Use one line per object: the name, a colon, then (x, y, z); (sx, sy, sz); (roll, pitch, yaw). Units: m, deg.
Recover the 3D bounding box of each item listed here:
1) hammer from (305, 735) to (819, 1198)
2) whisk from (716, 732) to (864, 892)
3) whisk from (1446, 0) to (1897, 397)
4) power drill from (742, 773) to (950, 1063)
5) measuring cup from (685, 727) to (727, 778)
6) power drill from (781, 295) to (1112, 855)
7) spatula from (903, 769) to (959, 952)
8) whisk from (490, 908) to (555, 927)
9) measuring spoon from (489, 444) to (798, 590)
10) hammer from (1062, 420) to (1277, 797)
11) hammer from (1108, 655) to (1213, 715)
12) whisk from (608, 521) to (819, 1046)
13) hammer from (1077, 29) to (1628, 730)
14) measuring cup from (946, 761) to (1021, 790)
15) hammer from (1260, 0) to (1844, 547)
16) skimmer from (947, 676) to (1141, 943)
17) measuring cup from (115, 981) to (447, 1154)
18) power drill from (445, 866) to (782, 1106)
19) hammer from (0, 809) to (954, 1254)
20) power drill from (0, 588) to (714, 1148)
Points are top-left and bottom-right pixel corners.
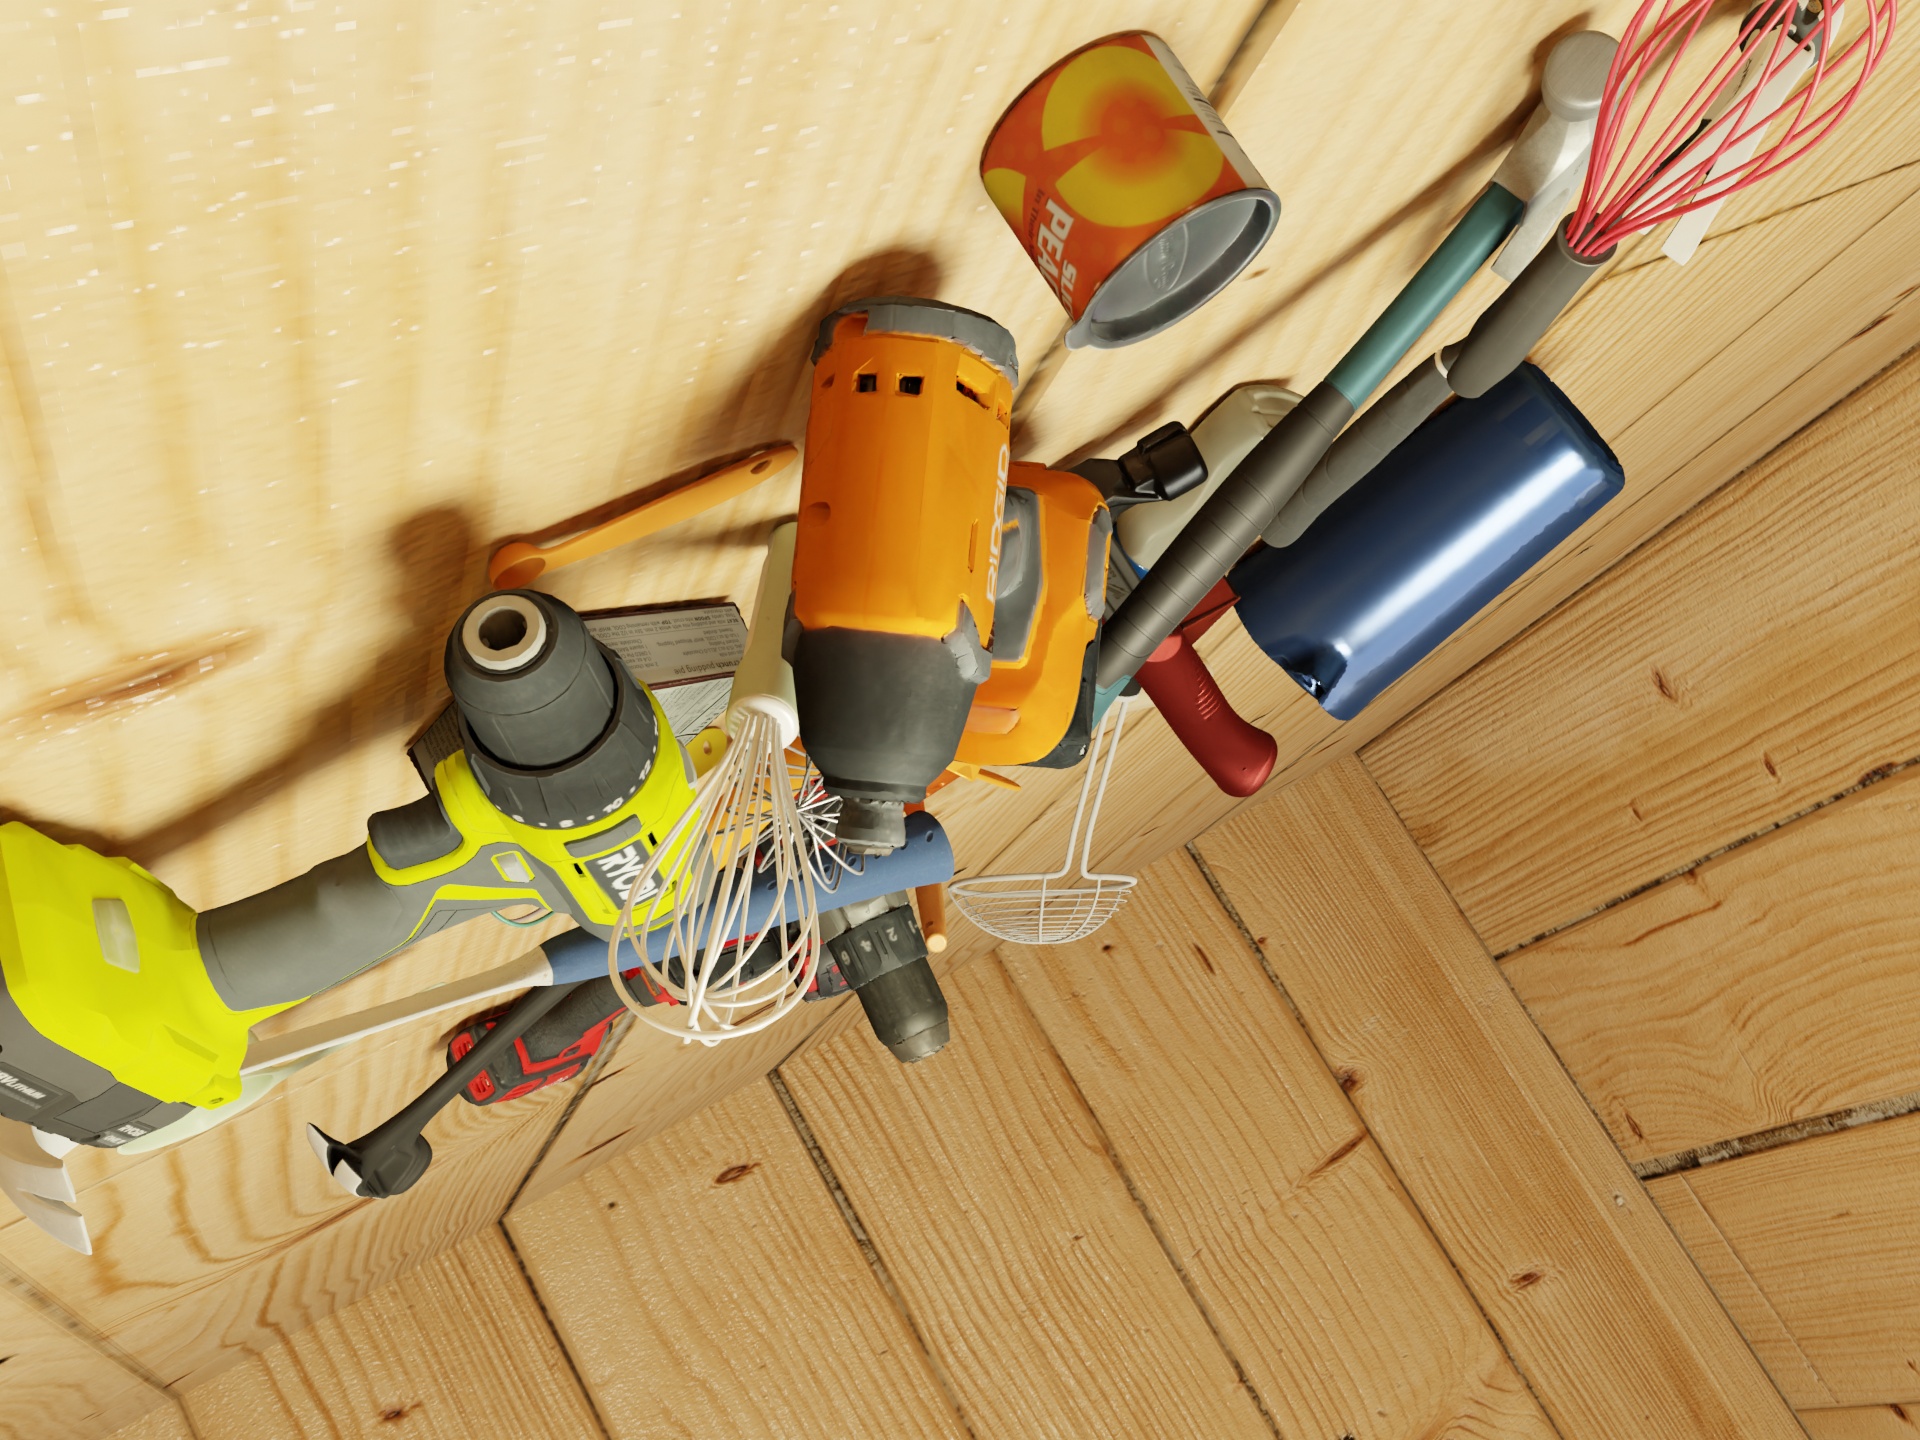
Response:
hammer: (-0.168, 0.099, 0.780); (0.337, 0.034, 0.127); (-44, 173, -18)
whisk: (-0.053, 0.027, 0.710); (0.070, 0.070, 0.284); (-32, 180, 4)
whisk: (0.236, -0.185, 0.577); (0.073, 0.073, 0.295); (-29, 170, -9)
power drill: (-0.068, 0.121, 0.968); (0.080, 0.188, 0.226); (-24, 170, -13)
measuring cup: (-0.162, 0.034, 0.738); (0.029, 0.062, 0.156); (-3, -164, 29)
power drill: (-0.003, -0.034, 0.560); (0.084, 0.164, 0.226); (5, 176, 13)
spatula: (-0.021, 0.088, 1.085); (0.081, 0.041, 0.323); (-33, -163, 6)
whisk: (-0.180, 0.068, 0.820); (0.047, 0.051, 0.245); (-40, 169, 14)
measuring spoon: (-0.104, -0.071, 0.526); (0.117, 0.011, 0.021); (-29, 169, -28)
hammer: (0.101, -0.027, 0.860); (0.149, 0.037, 0.358); (-29, 150, 10)
hammer: (0.086, -0.009, 1.170); (0.146, 0.038, 0.410); (-36, 168, 26)
whisk: (-0.067, 0.007, 0.521); (0.059, 0.247, 0.057); (6, 129, -3)
hammer: (0.149, -0.126, 0.667); (0.331, 0.033, 0.128); (-49, 168, 9)
measuring cup: (-0.001, -0.003, 0.804); (0.173, 0.095, 0.052); (25, 91, -58)
hammer: (0.256, -0.184, 0.799); (0.149, 0.036, 0.409); (-54, -177, -26)
skimmer: (0.078, 0.012, 0.997); (0.127, 0.090, 0.363); (1, 128, -14)
measuring cup: (-0.343, 0.159, 0.798); (0.167, 0.038, 0.083); (-26, 167, -30)
power drill: (-0.235, 0.189, 1.097); (0.219, 0.078, 0.143); (-33, 168, 22)
hammer: (-0.184, 0.110, 0.671); (0.405, 0.035, 0.144); (-15, -160, -26)
power drill: (-0.198, 0.045, 0.509); (0.228, 0.080, 0.190); (-22, 156, -9)
